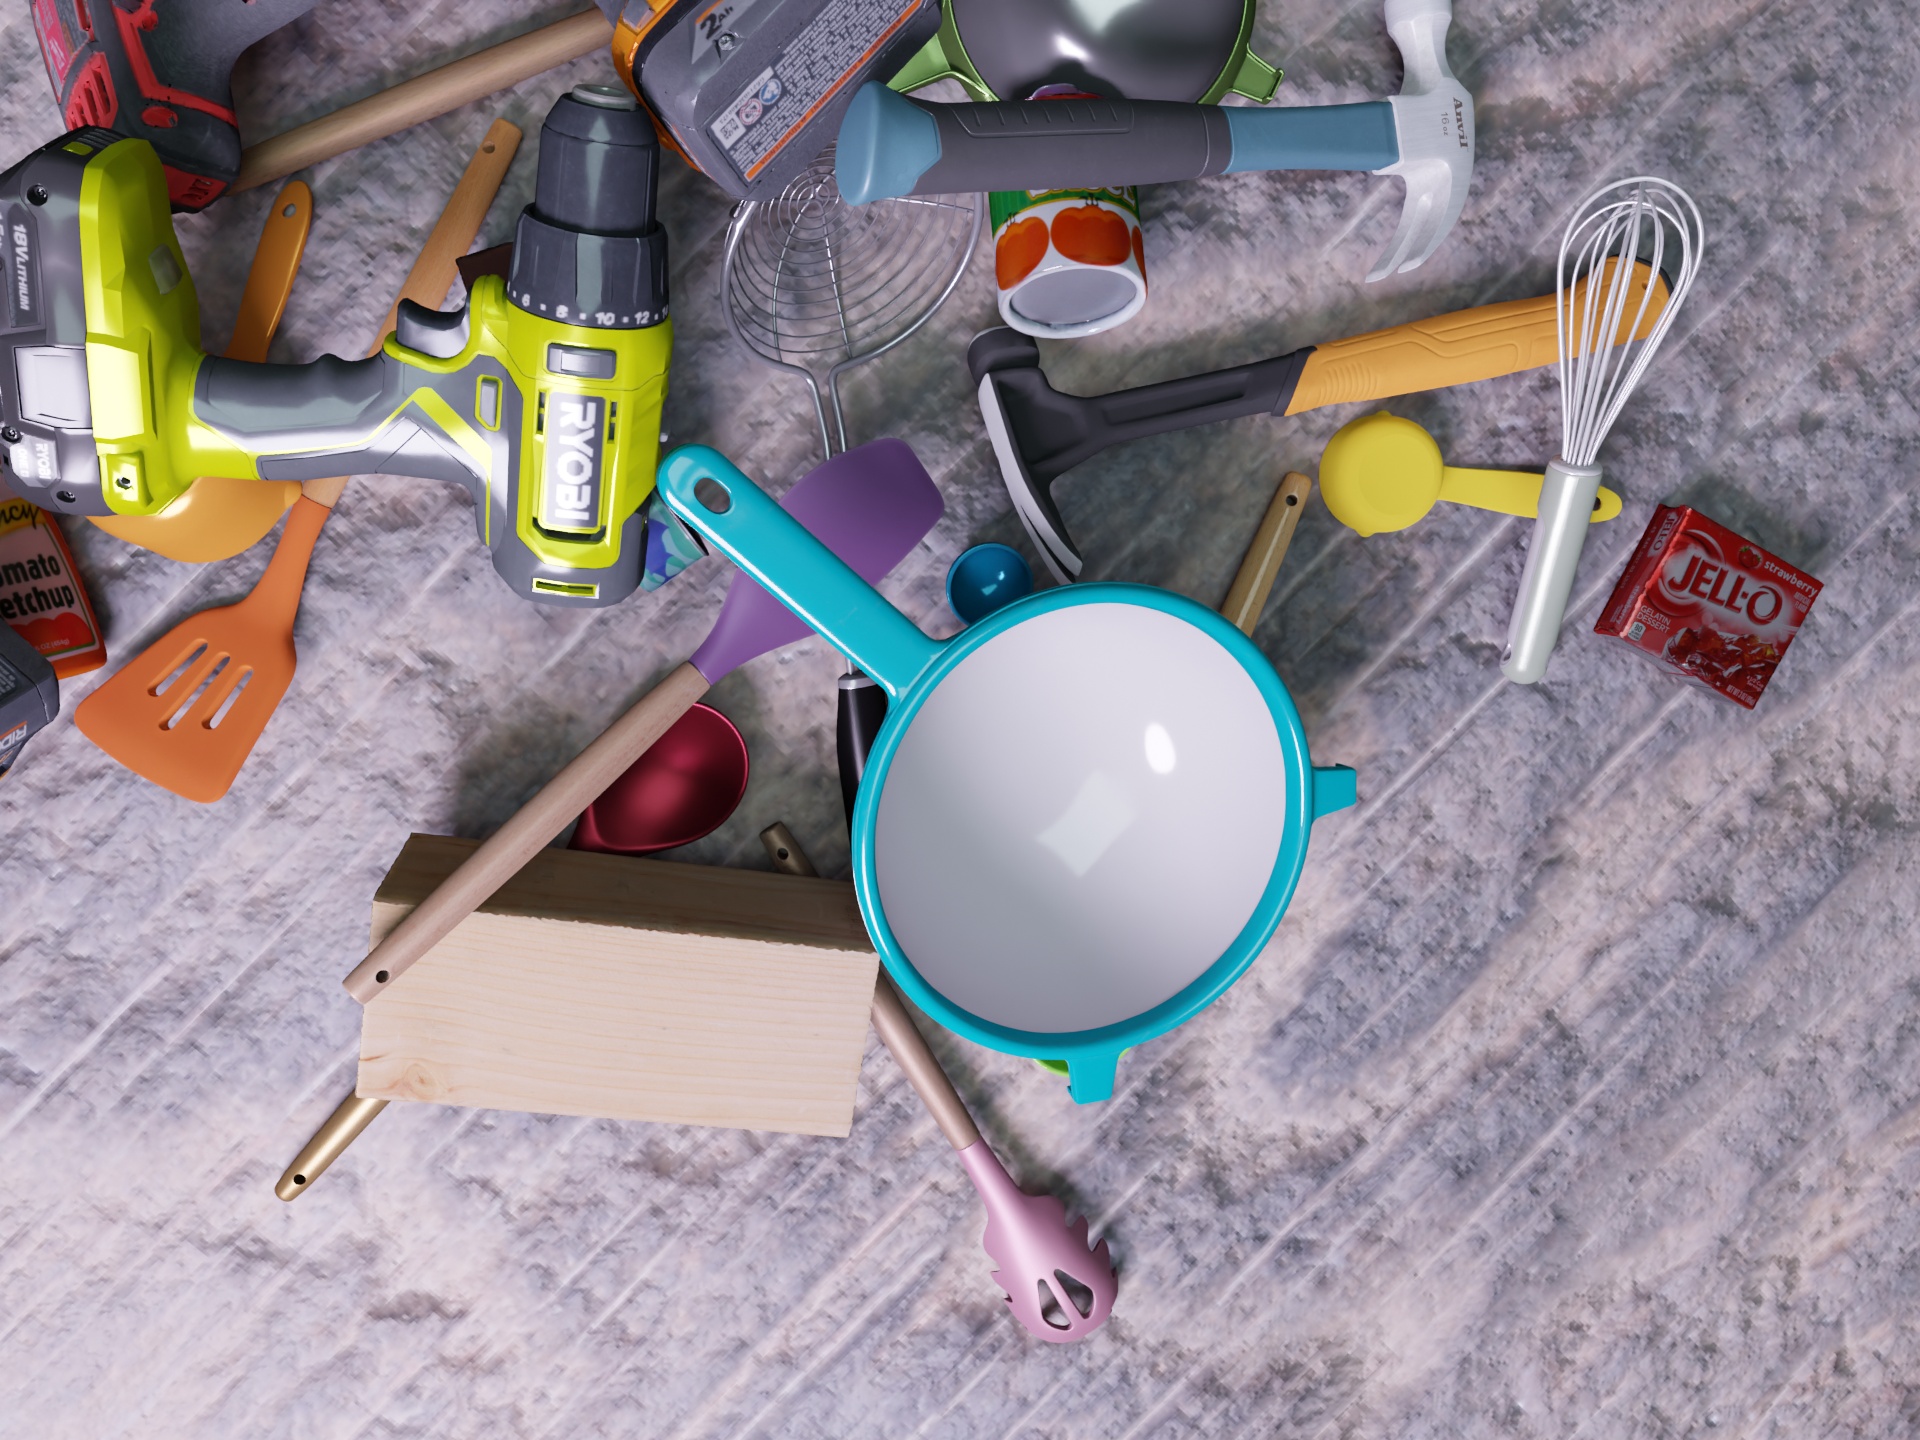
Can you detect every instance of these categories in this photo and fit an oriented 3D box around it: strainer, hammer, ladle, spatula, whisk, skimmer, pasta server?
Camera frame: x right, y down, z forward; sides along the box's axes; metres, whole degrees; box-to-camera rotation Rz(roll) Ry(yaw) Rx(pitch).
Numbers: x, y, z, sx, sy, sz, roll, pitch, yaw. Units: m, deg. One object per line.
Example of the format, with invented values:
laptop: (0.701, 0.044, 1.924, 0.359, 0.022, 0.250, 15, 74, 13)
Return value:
strainer: (-0.001, -0.002, 0.690, 0.340, 0.095, 0.211, 41, 88, -21)
strainer: (0.017, -0.306, 0.689, 0.256, 0.069, 0.151, -24, 102, -5)
hammer: (0.179, -0.156, 0.737, 0.337, 0.034, 0.127, -15, 70, -9)
ladle: (-0.216, 0.111, 0.748, 0.069, 0.031, 0.315, 42, 93, -13)
hammer: (0.095, -0.242, 0.661, 0.331, 0.033, 0.128, -14, 96, -31)
spatula: (-0.127, -0.003, 0.650, 0.316, 0.018, 0.059, -45, 122, -13)
whisk: (0.287, -0.126, 0.738, 0.059, 0.058, 0.246, 8, 120, 8)
skimmer: (-0.036, -0.075, 0.709, 0.127, 0.090, 0.363, -13, 105, -35)
pasta server: (-0.011, 0.184, 0.790, 0.060, 0.040, 0.316, -32, 98, -2)
spatula: (-0.274, -0.119, 0.693, 0.081, 0.041, 0.322, 29, 93, 10)

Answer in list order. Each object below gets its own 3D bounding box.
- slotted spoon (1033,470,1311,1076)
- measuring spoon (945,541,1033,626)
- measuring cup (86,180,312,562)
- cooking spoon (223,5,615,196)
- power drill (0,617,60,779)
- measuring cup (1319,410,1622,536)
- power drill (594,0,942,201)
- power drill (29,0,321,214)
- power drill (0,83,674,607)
slotted spoon: (0.105, 0.026, 0.778, 0.070, 0.031, 0.314, 23, 94, -1)
measuring spoon: (0.033, -0.031, 0.768, 0.042, 0.021, 0.128, -33, 111, -2)
measuring cup: (-0.317, -0.154, 0.667, 0.095, 0.052, 0.173, 18, 89, 11)
cooking spoon: (-0.174, -0.291, 0.685, 0.319, 0.017, 0.069, -23, 79, -1)
power drill: (-0.454, 0.039, 0.642, 0.226, 0.084, 0.185, -38, 102, 29)
measuring cup: (0.253, -0.113, 0.773, 0.156, 0.029, 0.062, 6, 98, -6)
power drill: (-0.112, -0.325, 0.622, 0.164, 0.084, 0.227, -45, 67, 1)
power drill: (-0.273, -0.309, 0.605, 0.219, 0.078, 0.143, -28, 76, 26)
power drill: (-0.220, -0.145, 0.585, 0.228, 0.080, 0.190, 5, 119, -12)
